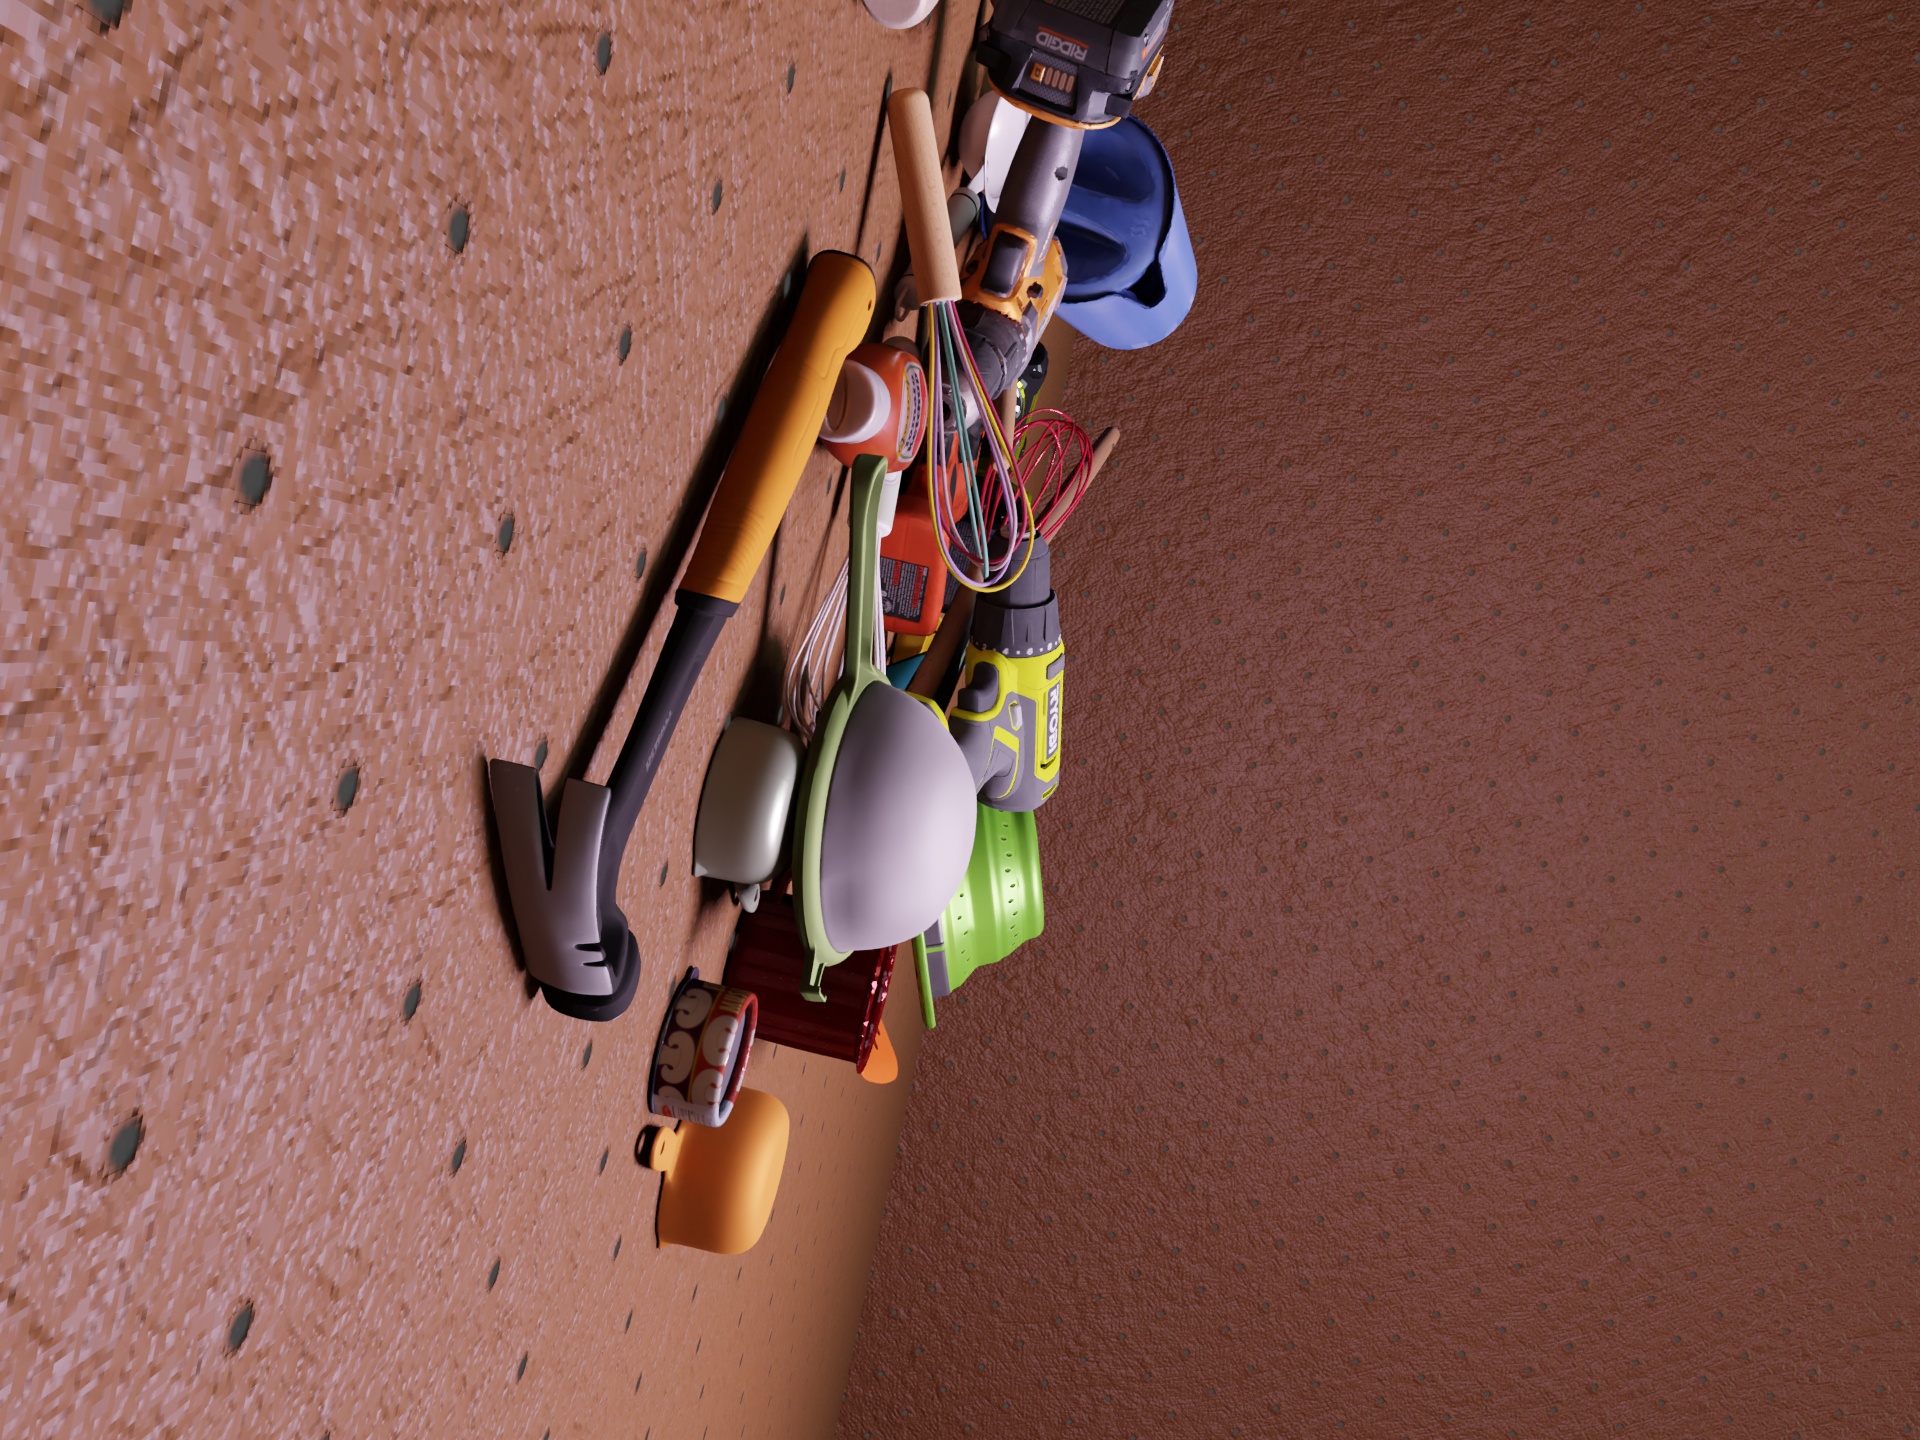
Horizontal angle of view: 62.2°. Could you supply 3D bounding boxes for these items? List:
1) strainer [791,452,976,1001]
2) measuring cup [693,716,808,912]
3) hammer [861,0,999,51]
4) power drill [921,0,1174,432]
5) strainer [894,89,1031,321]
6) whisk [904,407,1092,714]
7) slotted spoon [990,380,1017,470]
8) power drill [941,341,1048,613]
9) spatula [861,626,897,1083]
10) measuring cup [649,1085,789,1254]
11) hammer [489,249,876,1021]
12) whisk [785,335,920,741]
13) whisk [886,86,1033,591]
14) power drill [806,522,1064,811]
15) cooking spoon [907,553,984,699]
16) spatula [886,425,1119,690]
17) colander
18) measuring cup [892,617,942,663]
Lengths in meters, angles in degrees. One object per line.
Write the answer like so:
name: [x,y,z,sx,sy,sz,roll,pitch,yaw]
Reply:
strainer: [-0.025,0.001,0.764,0.151,0.069,0.256,-56,152,-65]
measuring cup: [-0.095,0.061,0.778,0.167,0.038,0.083,91,12,-61]
hammer: [0.008,-0.405,0.809,0.411,0.038,0.146,-69,169,-63]
power drill: [0.033,-0.276,0.855,0.185,0.084,0.226,-66,177,-46]
strainer: [0.002,-0.321,0.972,0.086,0.050,0.259,89,19,-49]
whisk: [0.020,-0.101,1.105,0.073,0.073,0.296,94,21,-65]
slotted spoon: [0.035,-0.297,1.164,0.070,0.031,0.314,83,8,-53]
power drill: [0.018,-0.193,1.319,0.171,0.080,0.223,108,-4,-46]
spatula: [-0.057,0.072,1.046,0.081,0.041,0.323,41,51,-71]
measuring cup: [-0.122,0.226,0.809,0.173,0.052,0.095,97,7,-72]
hammer: [-0.085,-0.066,0.575,0.127,0.034,0.337,99,5,-53]
whisk: [-0.051,-0.099,0.871,0.059,0.057,0.246,-16,-119,60]
whisk: [-0.003,-0.185,0.785,0.051,0.047,0.245,-47,127,-78]
power drill: [-0.002,-0.003,0.975,0.228,0.080,0.190,-41,138,-52]
cooking spoon: [-0.045,0.024,1.009,0.068,0.017,0.319,77,34,-63]
spatula: [0.027,-0.112,1.171,0.317,0.044,0.082,-54,160,-25]
colander: [0.003,0.063,1.208,0.397,0.094,0.204,-98,-179,-60]
measuring cup: [-0.052,-0.043,1.238,0.156,0.029,0.062,-43,145,-62]
